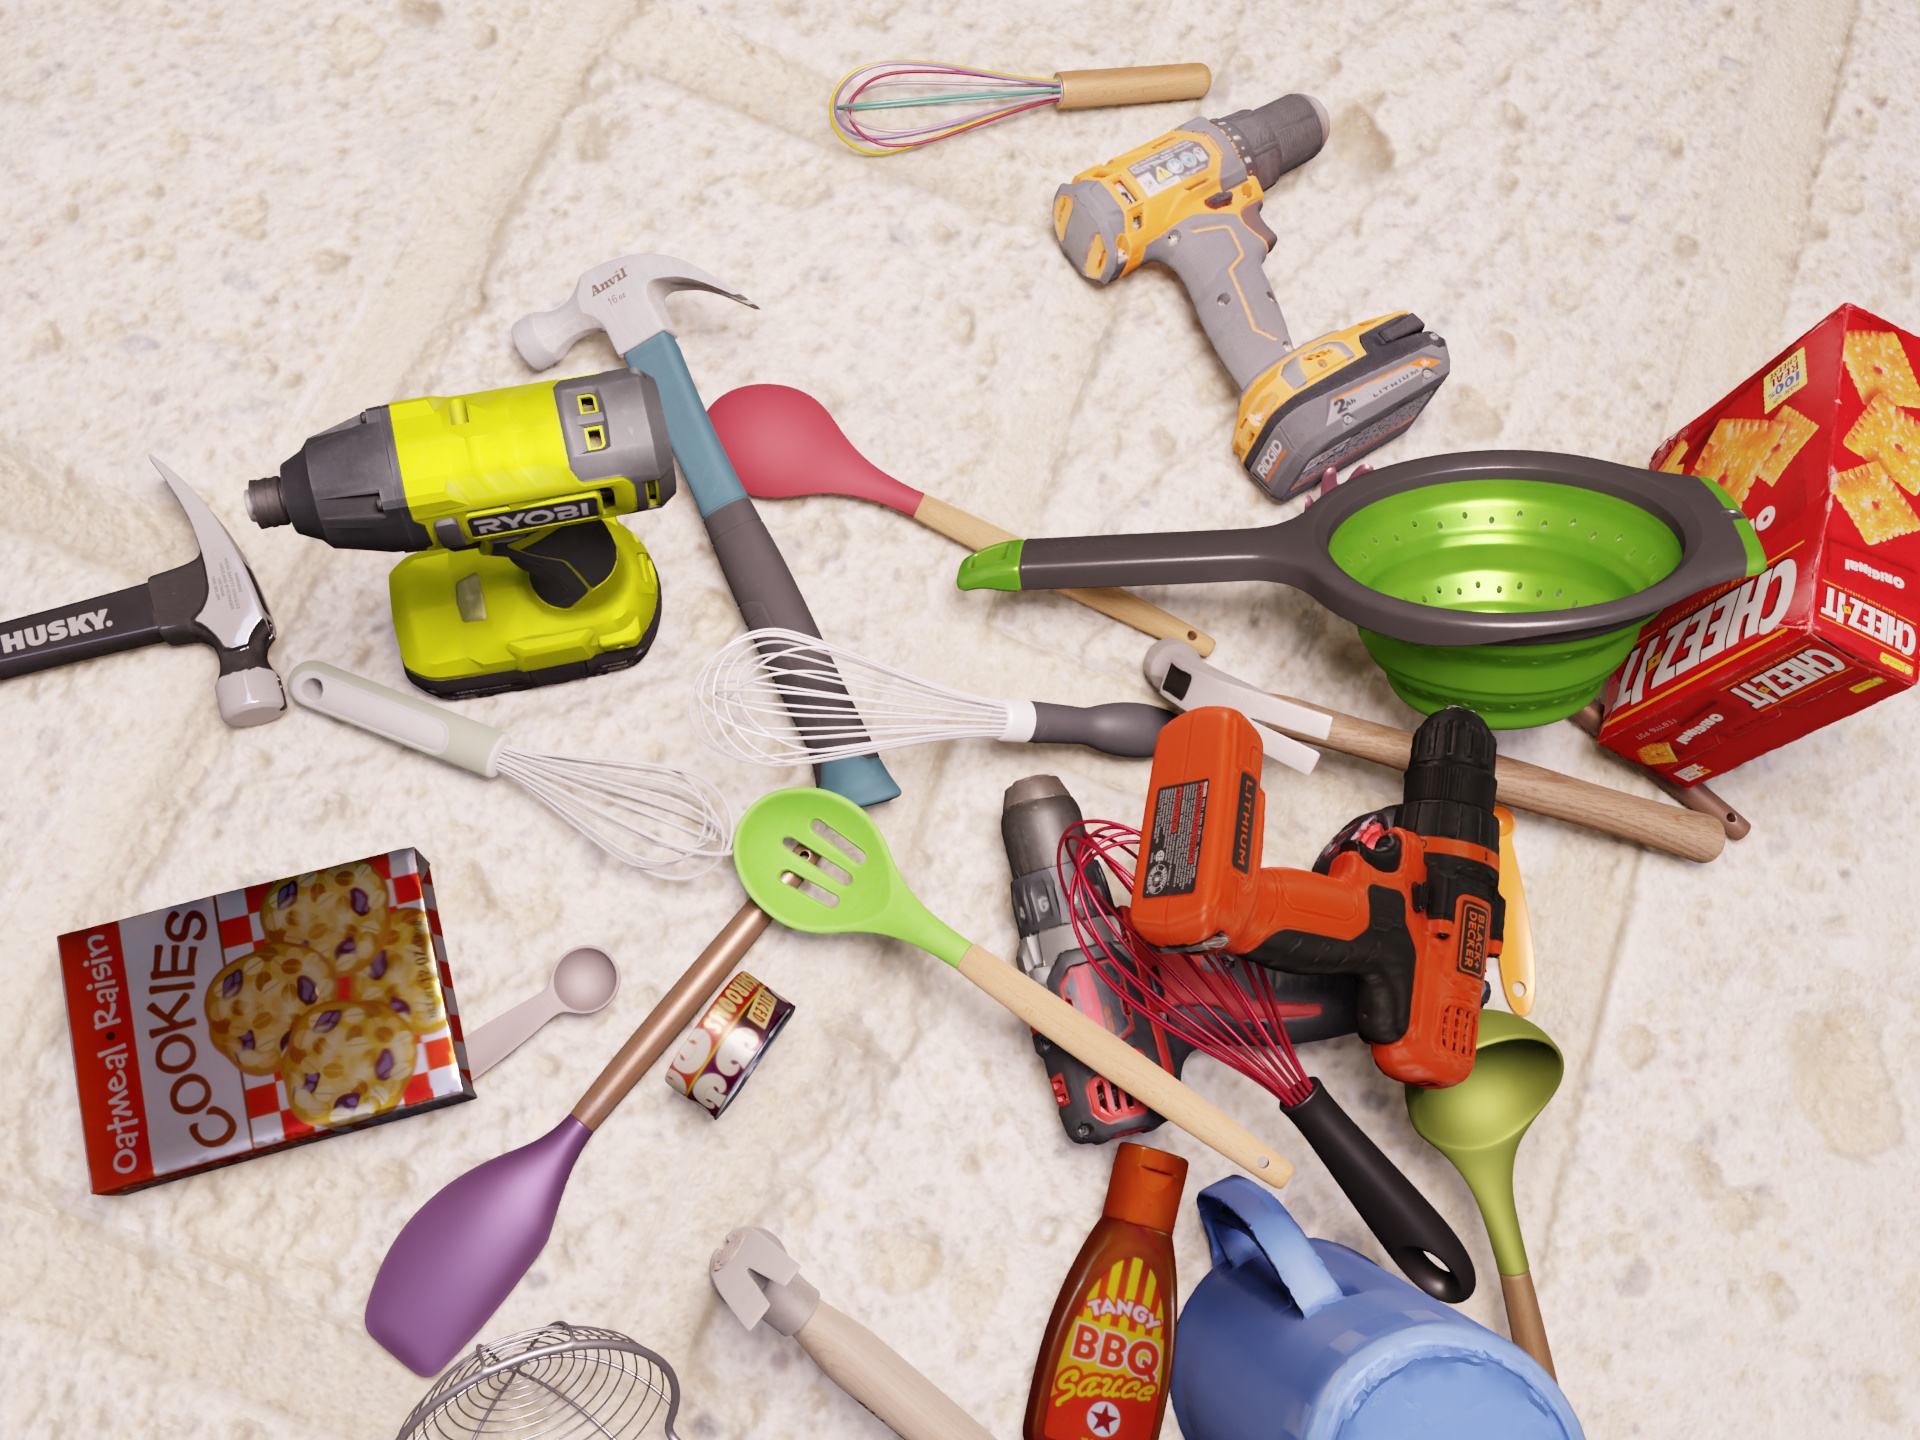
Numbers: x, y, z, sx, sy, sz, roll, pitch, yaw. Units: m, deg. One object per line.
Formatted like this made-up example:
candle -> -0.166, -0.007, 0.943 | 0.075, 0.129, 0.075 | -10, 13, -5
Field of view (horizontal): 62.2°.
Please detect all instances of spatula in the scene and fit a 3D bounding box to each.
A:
spatula -> -0.171, 0.176, 0.786 | 0.060, 0.018, 0.316 | 39, 73, 5

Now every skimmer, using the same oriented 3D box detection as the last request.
skimmer -> -0.079, 0.389, 0.701 | 0.363, 0.090, 0.127 | 35, 105, 0

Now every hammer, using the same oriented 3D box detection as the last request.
hammer -> -0.519, -0.028, 0.785 | 0.334, 0.035, 0.146 | -17, 78, -12
hammer -> -0.121, -0.100, 0.851 | 0.128, 0.033, 0.331 | -27, 83, 12
hammer -> 0.266, 0.024, 0.857 | 0.331, 0.130, 0.031 | 16, 102, -12
hammer -> 0.053, 0.371, 0.710 | 0.410, 0.146, 0.038 | 40, 72, -1

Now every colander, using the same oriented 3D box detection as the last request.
colander -> 0.198, -0.057, 0.841 | 0.397, 0.094, 0.205 | -2, 32, 11

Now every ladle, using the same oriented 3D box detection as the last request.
ladle -> 0.279, 0.296, 0.769 | 0.078, 0.062, 0.320 | -13, 90, -5
ladle -> 0.000, -0.107, 0.889 | 0.315, 0.031, 0.069 | 25, 76, -2

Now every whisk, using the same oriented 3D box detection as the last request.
whisk -> 0.146, 0.160, 0.745 | 0.073, 0.073, 0.296 | -41, 95, -17
whisk -> -0.228, 0.021, 0.809 | 0.246, 0.059, 0.058 | 21, 100, 2
whisk -> -0.002, -0.002, 0.814 | 0.284, 0.070, 0.070 | 5, 73, -27
whisk -> 0.038, -0.378, 0.968 | 0.245, 0.051, 0.047 | -10, 97, -15

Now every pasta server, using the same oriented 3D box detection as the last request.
pasta server -> 0.324, -0.034, 0.908 | 0.316, 0.040, 0.060 | 38, 84, 2

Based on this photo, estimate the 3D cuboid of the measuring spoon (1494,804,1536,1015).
measuring spoon -> 0.303, 0.105, 0.881 | 0.021, 0.011, 0.117 | -1, 78, -9

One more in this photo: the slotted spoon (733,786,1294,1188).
slotted spoon -> 0.022, 0.131, 0.772 | 0.314, 0.031, 0.070 | 32, 86, 14

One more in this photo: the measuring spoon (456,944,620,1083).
measuring spoon -> -0.223, 0.155, 0.789 | 0.124, 0.018, 0.034 | -34, 76, -9

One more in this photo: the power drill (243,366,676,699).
power drill -> -0.220, -0.083, 0.745 | 0.171, 0.223, 0.080 | -12, 76, -11

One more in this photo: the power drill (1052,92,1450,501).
power drill -> 0.188, -0.262, 0.935 | 0.185, 0.084, 0.226 | -31, 76, -17

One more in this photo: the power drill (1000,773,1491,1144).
power drill -> 0.136, 0.102, 0.824 | 0.226, 0.080, 0.188 | -12, 77, -8
